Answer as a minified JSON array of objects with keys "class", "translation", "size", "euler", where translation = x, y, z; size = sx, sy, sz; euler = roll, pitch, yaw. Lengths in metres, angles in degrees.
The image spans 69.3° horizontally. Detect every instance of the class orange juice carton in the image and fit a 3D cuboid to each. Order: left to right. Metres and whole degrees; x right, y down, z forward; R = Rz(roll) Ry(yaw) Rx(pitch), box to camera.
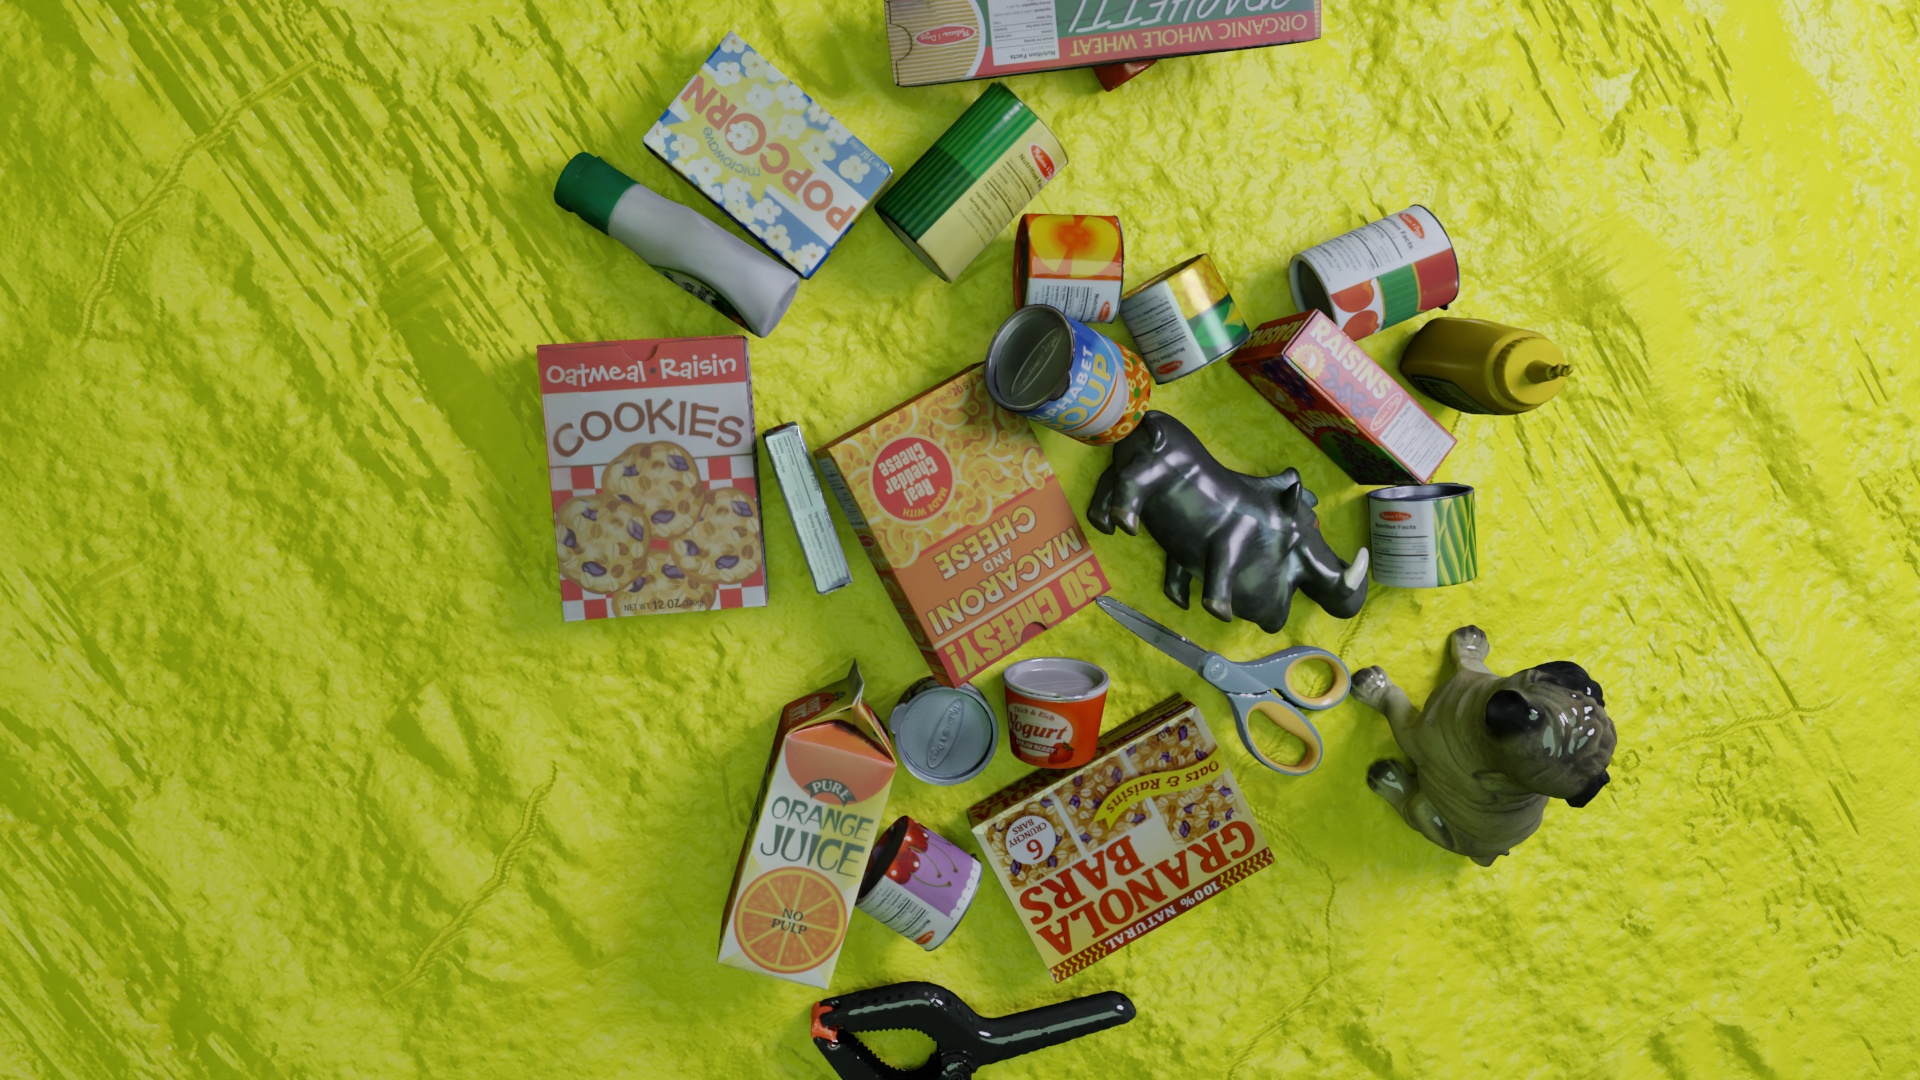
[{"class":"orange juice carton","translation":[-0.091,0.171,0.870],"size":[0.073,0.072,0.192],"euler":[16,95,-9]}]

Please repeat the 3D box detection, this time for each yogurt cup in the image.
[{"class":"yogurt cup","translation":[0.060,0.110,0.885],"size":[0.072,0.072,0.053],"euler":[0,106,-7]}]

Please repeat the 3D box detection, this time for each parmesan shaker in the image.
[{"class":"parmesan shaker","translation":[0.004,-0.215,0.833],"size":[0.103,0.071,0.071],"euler":[-45,100,1]}]

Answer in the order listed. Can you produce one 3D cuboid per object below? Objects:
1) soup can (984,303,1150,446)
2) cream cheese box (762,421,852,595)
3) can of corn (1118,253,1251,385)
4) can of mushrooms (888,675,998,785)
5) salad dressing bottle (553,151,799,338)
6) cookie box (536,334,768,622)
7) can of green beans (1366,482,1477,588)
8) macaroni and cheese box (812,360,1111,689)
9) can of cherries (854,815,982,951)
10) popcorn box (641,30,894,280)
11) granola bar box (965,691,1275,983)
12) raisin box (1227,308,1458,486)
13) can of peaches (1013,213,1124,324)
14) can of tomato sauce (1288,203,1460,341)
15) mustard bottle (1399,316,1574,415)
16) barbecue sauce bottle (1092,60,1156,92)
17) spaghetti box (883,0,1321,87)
[{"class":"soup can","translation":[0.067,-0.096,0.838],"size":[0.084,0.071,0.071],"euler":[18,97,-47]},{"class":"cream cheese box","translation":[-0.095,-0.021,0.855],"size":[0.024,0.053,0.103],"euler":[-19,99,-5]},{"class":"can of corn","translation":[0.139,-0.139,0.862],"size":[0.071,0.071,0.058],"euler":[-30,99,-2]},{"class":"can of mushrooms","translation":[-0.013,0.120,0.893],"size":[0.071,0.033,0.071],"euler":[-1,98,-6]},{"class":"salad dressing bottle","translation":[-0.169,-0.177,0.825],"size":[0.148,0.064,0.044],"euler":[32,88,-1]},{"class":"cookie box","translation":[-0.185,-0.039,0.848],"size":[0.123,0.040,0.167],"euler":[-4,98,-6]},{"class":"can of green beans","translation":[0.298,-0.004,0.897],"size":[0.071,0.071,0.057],"euler":[-7,99,-6]},{"class":"macaroni and cheese box","translation":[0.003,-0.011,0.859],"size":[0.124,0.040,0.166],"euler":[-31,100,-18]},{"class":"can of cherries","translation":[-0.028,0.217,0.889],"size":[0.058,0.071,0.071],"euler":[34,93,-9]},{"class":"popcorn box","translation":[-0.114,-0.229,0.833],"size":[0.126,0.038,0.085],"euler":[39,92,-10]},{"class":"granola bar box","translation":[0.104,0.194,0.913],"size":[0.166,0.039,0.124],"euler":[-28,100,-3]},{"class":"raisin box","translation":[0.236,-0.087,0.868],"size":[0.123,0.086,0.040],"euler":[41,86,-10]},{"class":"can of peaches","translation":[0.065,-0.168,0.850],"size":[0.058,0.071,0.071],"euler":[0,98,-6]},{"class":"can of tomato sauce","translation":[0.259,-0.163,0.873],"size":[0.083,0.071,0.071],"euler":[-23,99,-3]},{"class":"mustard bottle","translation":[0.322,-0.104,0.839],"size":[0.065,0.160,0.049],"euler":[31,95,-8]},{"class":"barbecue sauce bottle","translation":[0.067,-0.345,0.838],"size":[0.065,0.044,0.148],"euler":[-32,100,2]},{"class":"spaghetti box","translation":[0.083,-0.302,0.809],"size":[0.250,0.029,0.050],"euler":[-5,107,3]}]
